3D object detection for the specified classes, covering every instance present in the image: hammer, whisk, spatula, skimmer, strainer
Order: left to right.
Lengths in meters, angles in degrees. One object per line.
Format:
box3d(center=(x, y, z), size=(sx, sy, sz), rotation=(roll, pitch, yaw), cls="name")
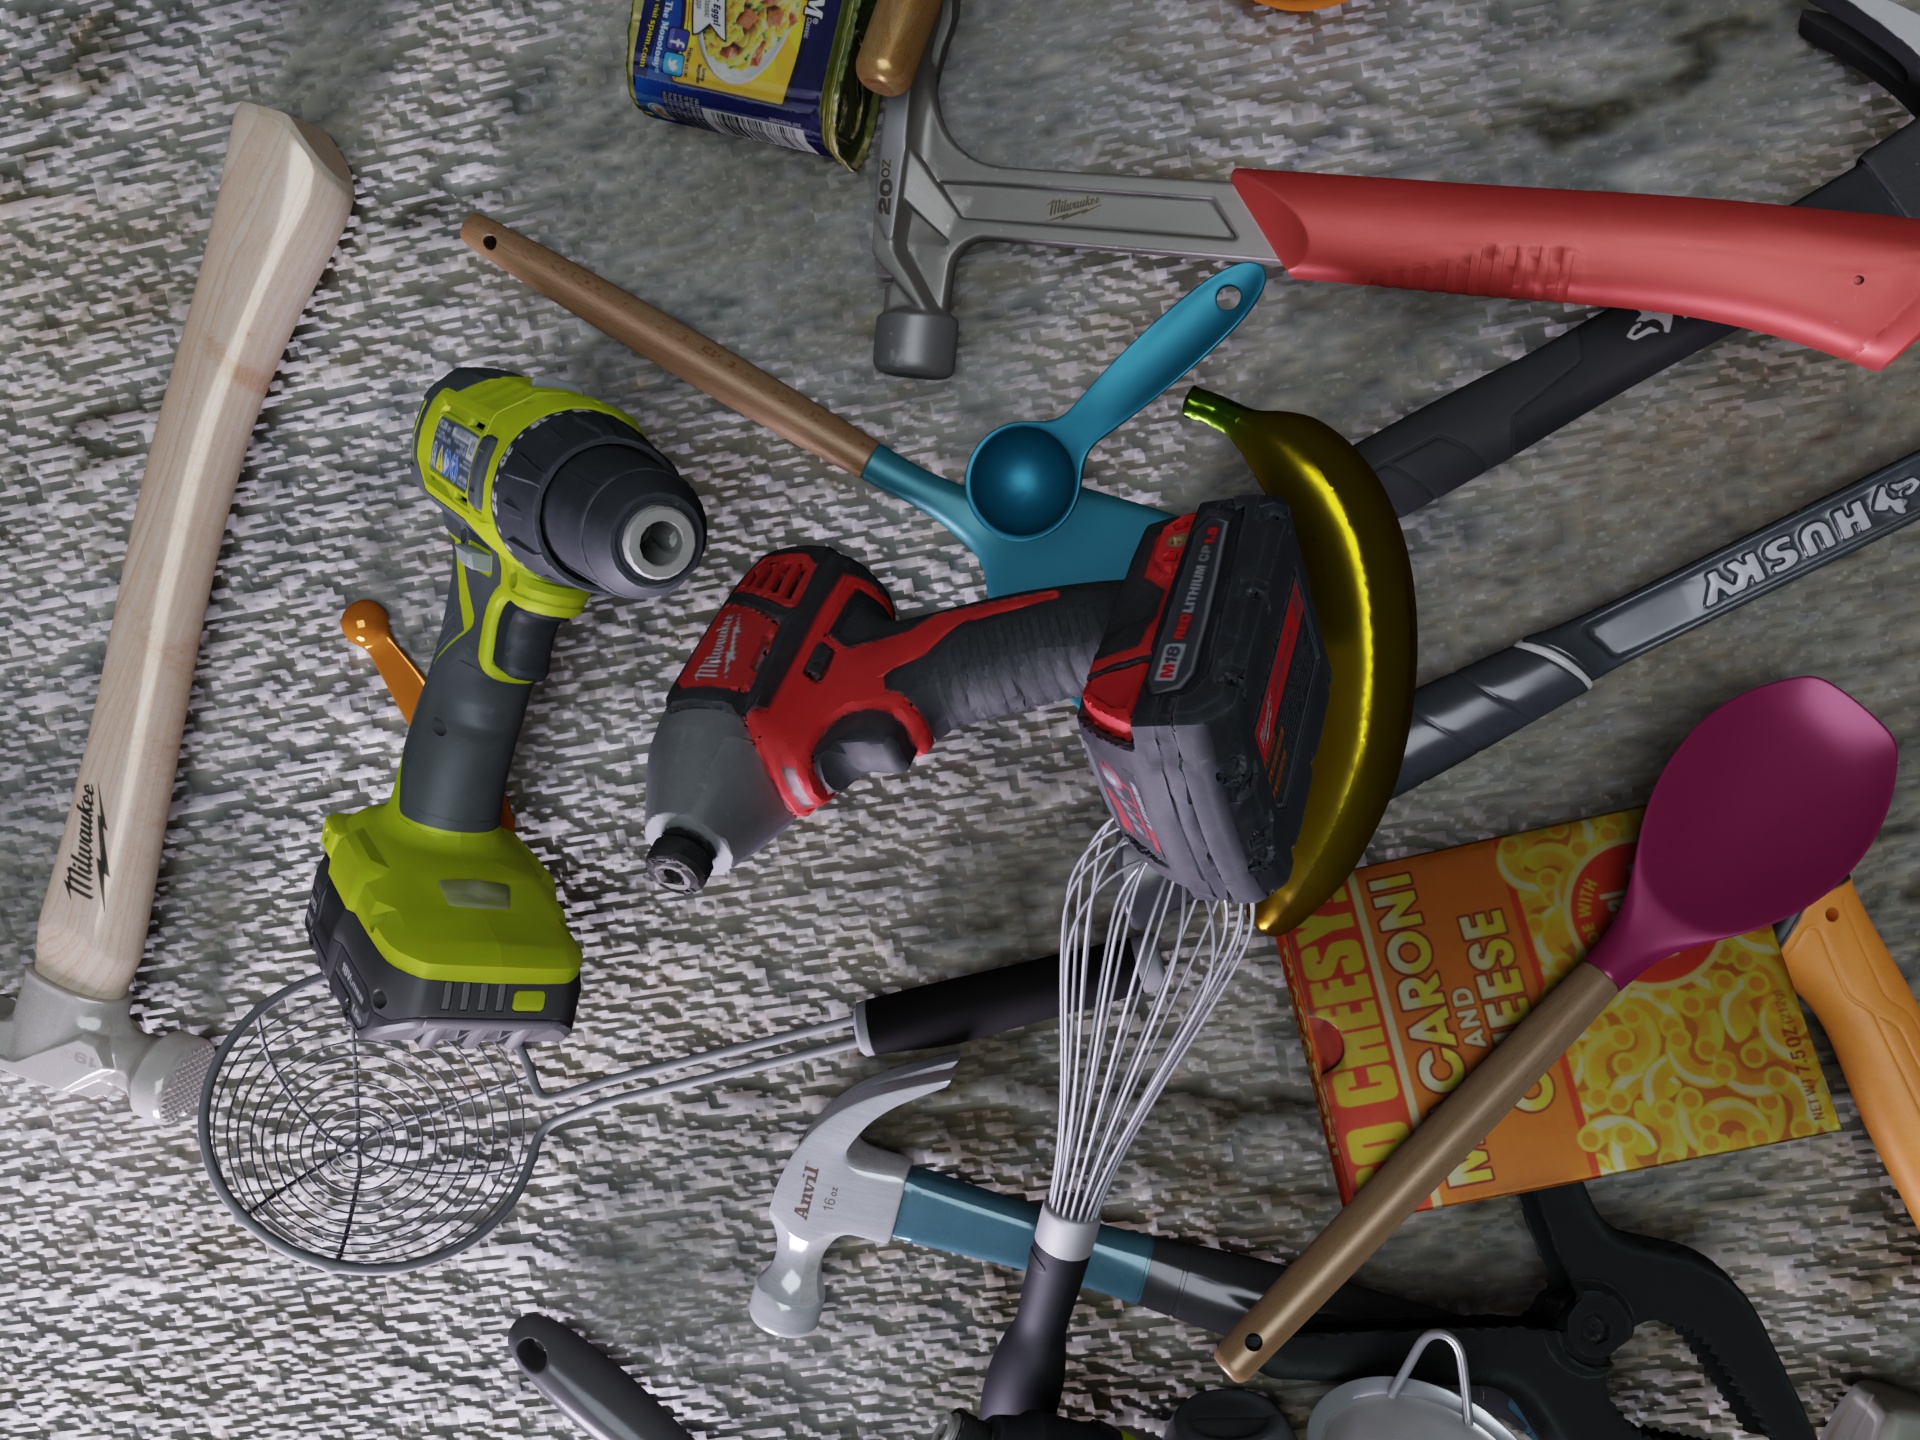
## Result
box3d(center=(-0.335, -0.045, 0.649), size=(0.146, 0.038, 0.410), rotation=(19, 99, 5), cls="hammer")
box3d(center=(-0.102, 0.123, 0.614), size=(0.363, 0.090, 0.127), rotation=(-14, 56, 5), cls="skimmer")
box3d(center=(-0.098, 0.332, 0.666), size=(0.239, 0.055, 0.055), rotation=(39, 100, 5), cls="whisk")
box3d(center=(-0.058, -0.113, 0.603), size=(0.317, 0.044, 0.082), rotation=(30, 104, 3), cls="spatula")
box3d(center=(0.015, -0.334, 0.546), size=(0.047, 0.051, 0.245), rotation=(20, 91, 10), cls="whisk")
box3d(center=(0.047, 0.158, 0.587), size=(0.070, 0.070, 0.284), rotation=(15, 106, 5), cls="whisk")
box3d(center=(0.087, 0.224, 0.634), size=(0.331, 0.033, 0.128), rotation=(14, 100, 5), cls="hammer")
box3d(center=(0.141, -0.175, 0.539), size=(0.359, 0.036, 0.149), rotation=(10, 100, 18), cls="hammer")
box3d(center=(0.168, 0.331, 0.595), size=(0.087, 0.050, 0.258), rotation=(11, 125, 27), cls="strainer")
box3d(center=(0.206, -0.123, 0.562), size=(0.335, 0.035, 0.146), rotation=(-29, 72, 15), cls="hammer")
box3d(center=(0.239, -0.026, 0.584), size=(0.409, 0.036, 0.149), rotation=(-28, 94, 10), cls="hammer")
box3d(center=(0.385, 0.207, 0.573), size=(0.127, 0.034, 0.337), rotation=(-25, 85, -2), cls="hammer")

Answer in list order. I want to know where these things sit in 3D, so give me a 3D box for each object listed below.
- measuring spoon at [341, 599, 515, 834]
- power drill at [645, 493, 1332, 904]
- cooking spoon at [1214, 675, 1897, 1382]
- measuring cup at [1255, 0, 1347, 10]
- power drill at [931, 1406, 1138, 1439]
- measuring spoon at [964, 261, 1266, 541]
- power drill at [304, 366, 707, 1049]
box3d(center=(-0.219, 0.001, 0.652), size=(0.021, 0.011, 0.117), rotation=(-32, 93, 10), cls="measuring spoon")
box3d(center=(-0.001, -0.002, 0.521), size=(0.220, 0.143, 0.078), rotation=(-2, 133, 27), cls="power drill")
box3d(center=(0.201, 0.106, 0.544), size=(0.319, 0.017, 0.069), rotation=(-44, 76, -5), cls="cooking spoon")
box3d(center=(0.148, -0.328, 0.548), size=(0.095, 0.052, 0.173), rotation=(37, 98, 1), cls="measuring cup")
box3d(center=(0.016, 0.367, 0.590), size=(0.171, 0.080, 0.223), rotation=(34, 98, -7), cls="power drill")
box3d(center=(0.056, -0.111, 0.555), size=(0.128, 0.021, 0.042), rotation=(-41, 80, 13), cls="measuring spoon")
box3d(center=(-0.159, -0.005, 0.562), size=(0.080, 0.191, 0.228), rotation=(9, 103, -35), cls="power drill")
